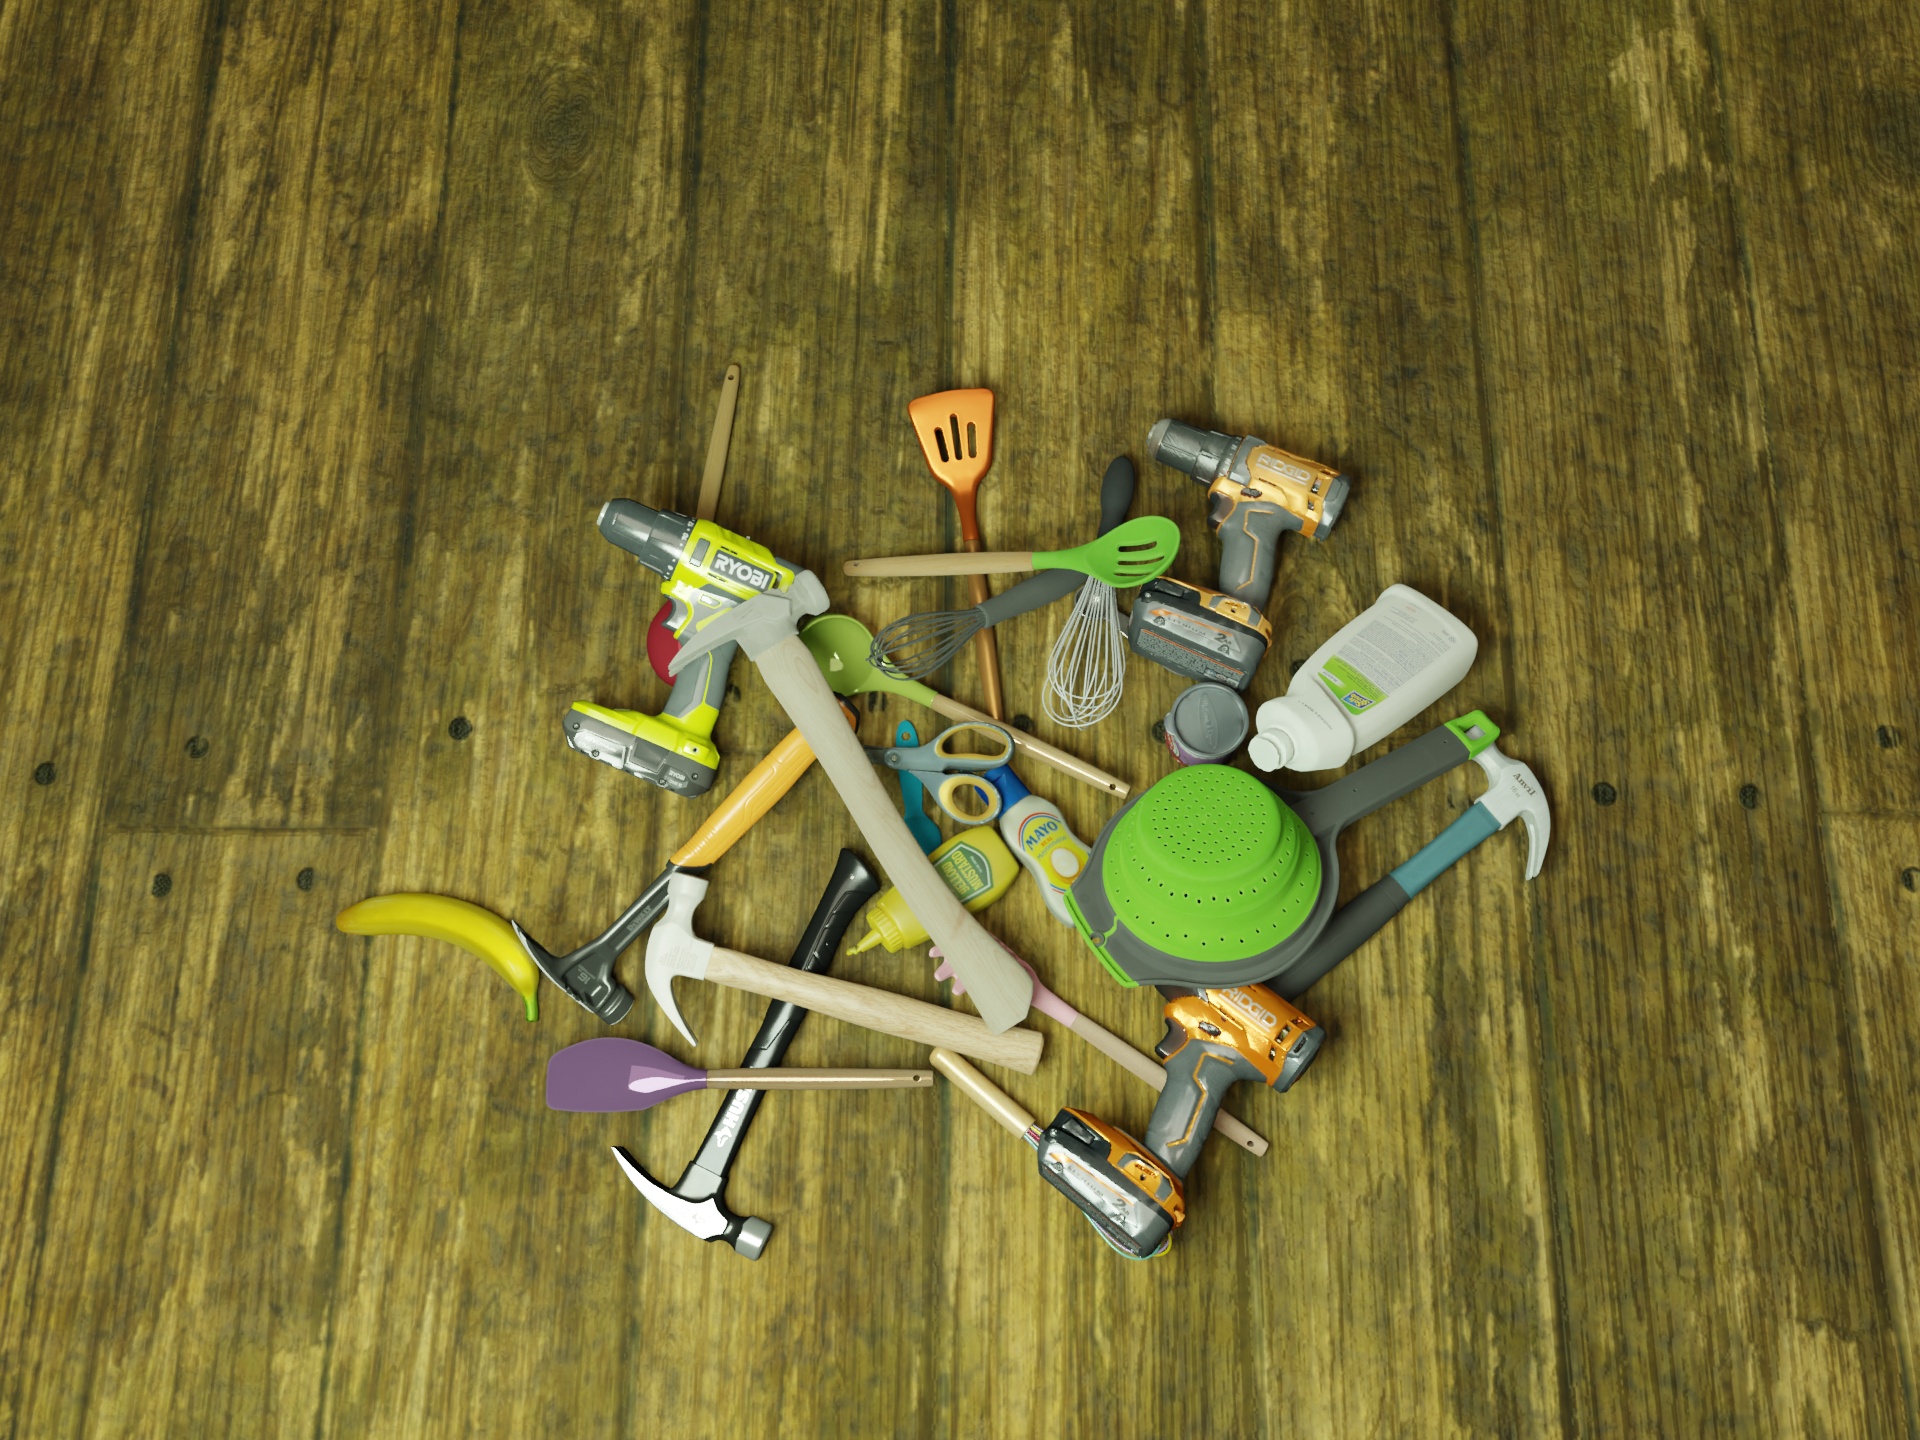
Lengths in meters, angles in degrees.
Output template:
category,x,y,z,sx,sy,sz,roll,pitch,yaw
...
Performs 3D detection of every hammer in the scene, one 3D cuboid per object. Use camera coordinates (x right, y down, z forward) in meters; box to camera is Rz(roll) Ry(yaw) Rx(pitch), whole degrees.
category,x,y,z,sx,sy,sz,roll,pitch,yaw
hammer,-0.215,0.098,1.331,0.337,0.127,0.034,-46,37,-10
hammer,-0.095,0.230,1.294,0.331,0.031,0.130,16,83,-1
hammer,-0.160,0.261,1.325,0.146,0.035,0.335,24,77,8
hammer,0.357,0.148,1.336,0.331,0.033,0.128,-37,76,-7
hammer,-0.078,0.079,1.298,0.146,0.038,0.411,-31,82,-13

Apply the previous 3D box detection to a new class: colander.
category,x,y,z,sx,sy,sz,roll,pitch,yaw
colander,0.270,0.067,1.282,0.397,0.094,0.205,-27,52,-11

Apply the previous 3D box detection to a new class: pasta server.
category,x,y,z,sx,sy,sz,roll,pitch,yaw
pasta server,0.115,0.266,1.311,0.316,0.040,0.060,33,107,9

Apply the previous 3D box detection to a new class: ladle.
category,x,y,z,sx,sy,sz,roll,pitch,yaw
ladle,-0.002,-0.004,1.368,0.320,0.062,0.078,26,103,12
ladle,-0.232,-0.183,1.454,0.069,0.031,0.316,7,74,2

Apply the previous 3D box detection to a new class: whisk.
category,x,y,z,sx,sy,sz,roll,pitch,yaw
whisk,0.121,-0.118,1.390,0.070,0.070,0.285,9,62,5
whisk,0.070,0.350,1.290,0.245,0.047,0.051,38,67,16
whisk,0.020,-0.092,1.375,0.239,0.055,0.055,-26,74,-28

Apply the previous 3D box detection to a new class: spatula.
category,x,y,z,sx,sy,sz,roll,pitch,yaw
spatula,0.012,-0.140,1.424,0.081,0.041,0.323,-8,76,1
spatula,-0.179,0.288,1.290,0.316,0.018,0.060,0,75,2

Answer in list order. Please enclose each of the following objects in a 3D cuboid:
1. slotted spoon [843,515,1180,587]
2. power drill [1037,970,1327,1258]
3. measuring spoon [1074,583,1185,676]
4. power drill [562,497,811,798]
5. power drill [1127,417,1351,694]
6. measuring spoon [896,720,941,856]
category,x,y,z,sx,sy,sz,roll,pitch,yaw
slotted spoon,0.041,-0.139,1.382,0.314,0.031,0.070,0,60,23
power drill,0.158,0.283,1.249,0.164,0.084,0.226,37,71,19
measuring spoon,0.152,-0.076,1.417,0.124,0.018,0.034,37,68,4
power drill,-0.252,-0.065,1.363,0.190,0.080,0.228,24,84,-11
power drill,0.220,-0.157,1.398,0.185,0.084,0.226,25,70,8
measuring spoon,-0.043,0.060,1.380,0.042,0.021,0.129,-7,75,0
